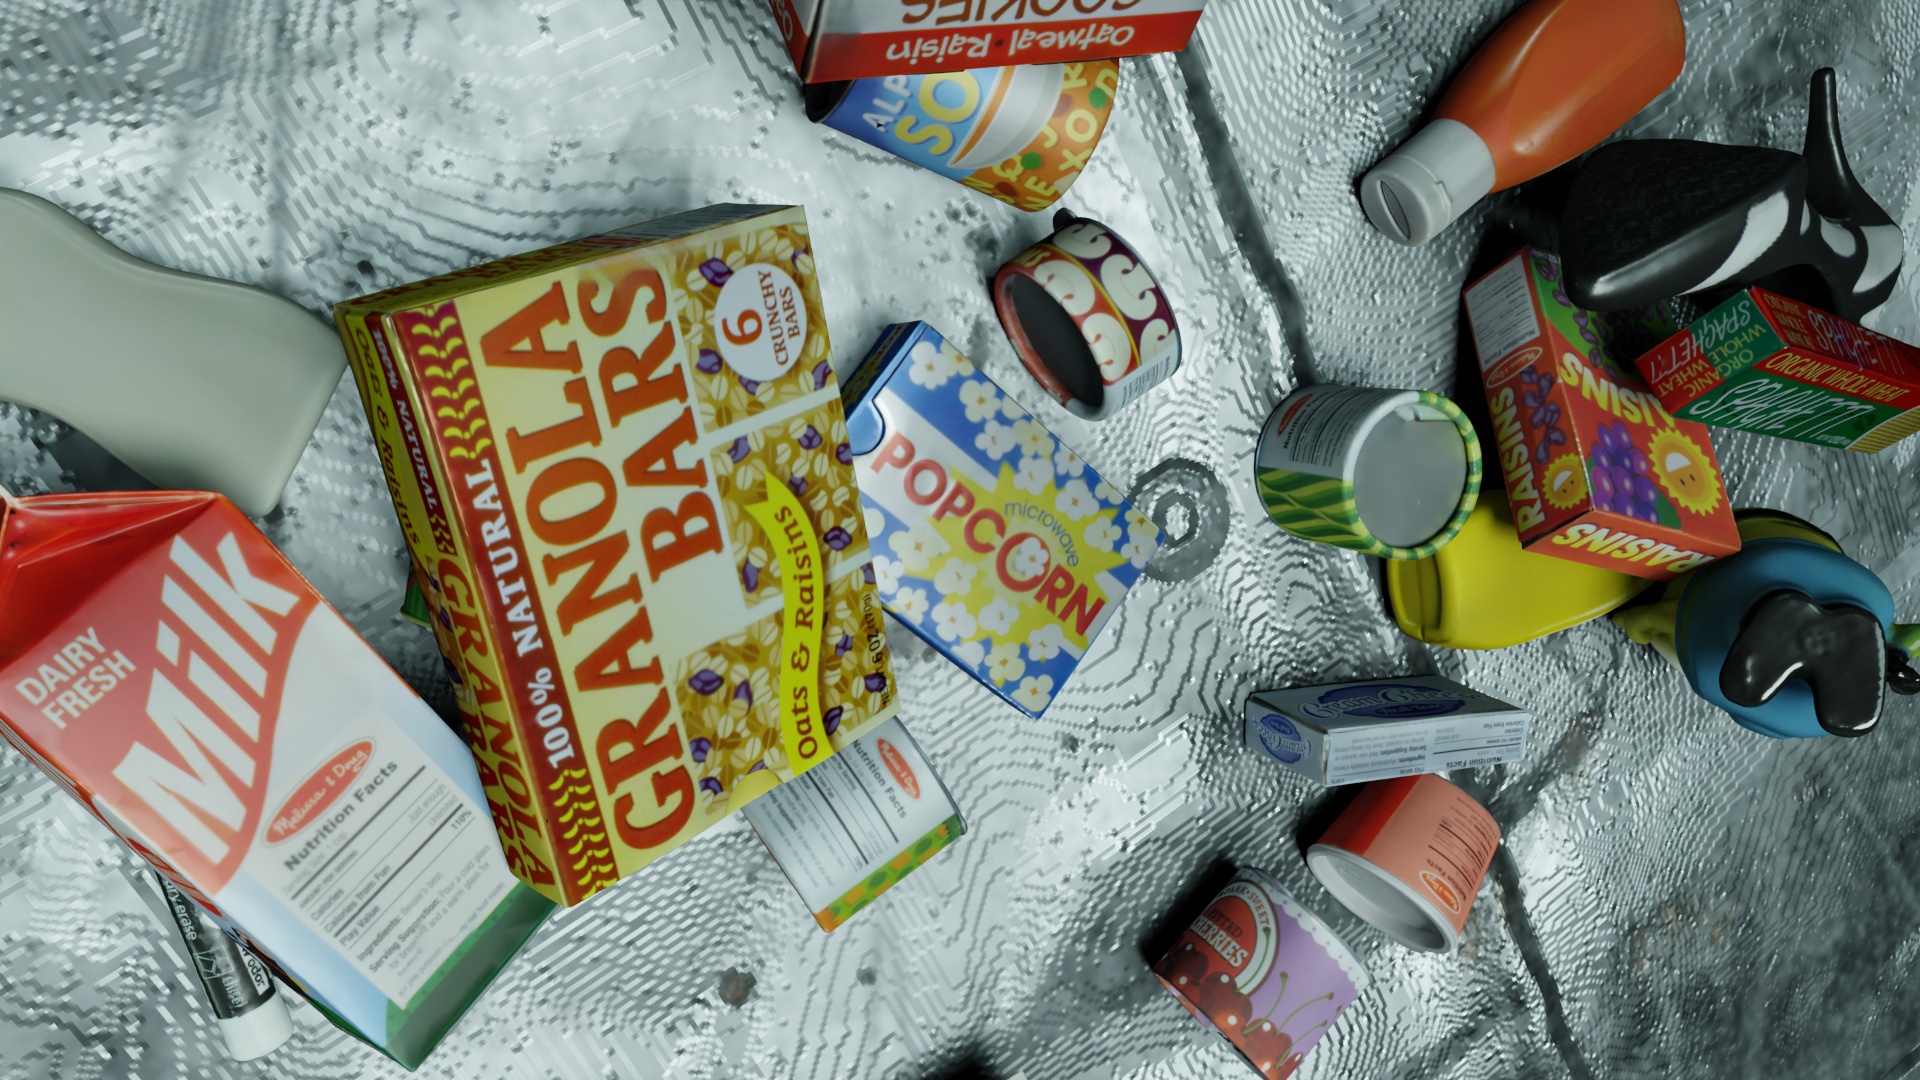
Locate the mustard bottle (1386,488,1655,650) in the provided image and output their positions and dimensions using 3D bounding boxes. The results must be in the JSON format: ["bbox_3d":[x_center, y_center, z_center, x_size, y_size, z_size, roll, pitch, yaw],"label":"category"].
[{"bbox_3d":[0.260,0.006,0.600,0.161,0.049,0.065,-9,97,-22],"label":"mustard bottle"}]

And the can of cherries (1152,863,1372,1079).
[{"bbox_3d":[0.118,0.172,0.554,0.058,0.071,0.071,-45,112,-10],"label":"can of cherries"}]

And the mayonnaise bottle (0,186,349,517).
[{"bbox_3d":[-0.250,-0.062,0.377,0.148,0.041,0.065,27,87,-23],"label":"mayonnaise bottle"}]

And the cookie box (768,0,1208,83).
[{"bbox_3d":[-0.011,-0.213,0.411,0.123,0.040,0.168,-12,67,-21],"label":"cookie box"}]

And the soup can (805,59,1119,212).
[{"bbox_3d":[0.001,-0.152,0.454,0.084,0.071,0.071,17,91,-24],"label":"soup can"}]

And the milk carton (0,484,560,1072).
[{"bbox_3d":[-0.202,0.053,0.383,0.074,0.072,0.190,-51,118,-32],"label":"milk carton"}]

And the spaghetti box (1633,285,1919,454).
[{"bbox_3d":[0.367,-0.067,0.594,0.250,0.050,0.029,1,60,-41],"label":"spaghetti box"}]

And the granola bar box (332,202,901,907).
[{"bbox_3d":[-0.085,0.000,0.390,0.125,0.039,0.165,-27,116,-39],"label":"granola bar box"}]

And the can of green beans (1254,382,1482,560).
[{"bbox_3d":[0.160,-0.028,0.548,0.071,0.058,0.071,-4,99,-23],"label":"can of green beans"}]

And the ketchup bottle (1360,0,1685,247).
[{"bbox_3d":[0.227,-0.175,0.563,0.149,0.043,0.064,-39,113,-13],"label":"ketchup bottle"}]

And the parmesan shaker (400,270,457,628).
[{"bbox_3d":[-0.128,-0.026,0.423,0.071,0.071,0.103,7,94,-24],"label":"parmesan shaker"}]

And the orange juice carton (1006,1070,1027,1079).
[{"bbox_3d":[0.030,0.297,0.531,0.072,0.073,0.192,-28,107,-17],"label":"orange juice carton"}]

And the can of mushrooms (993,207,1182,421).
[{"bbox_3d":[0.042,-0.078,0.486,0.033,0.071,0.071,-35,110,-14],"label":"can of mushrooms"}]

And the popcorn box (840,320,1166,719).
[{"bbox_3d":[0.002,-0.006,0.494,0.126,0.038,0.085,39,83,-23],"label":"popcorn box"}]

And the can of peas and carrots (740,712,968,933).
[{"bbox_3d":[-0.041,0.091,0.477,0.059,0.071,0.070,-34,109,-15],"label":"can of peas and carrots"}]

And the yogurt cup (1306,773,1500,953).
[{"bbox_3d":[0.187,0.130,0.580,0.072,0.072,0.054,47,71,-22],"label":"yogurt cup"}]

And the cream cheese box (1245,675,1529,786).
[{"bbox_3d":[0.175,0.077,0.572,0.104,0.053,0.024,-2,101,-23],"label":"cream cheese box"}]

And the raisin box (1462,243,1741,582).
[{"bbox_3d":[0.259,-0.051,0.566,0.086,0.040,0.124,12,60,-25],"label":"raisin box"}]
